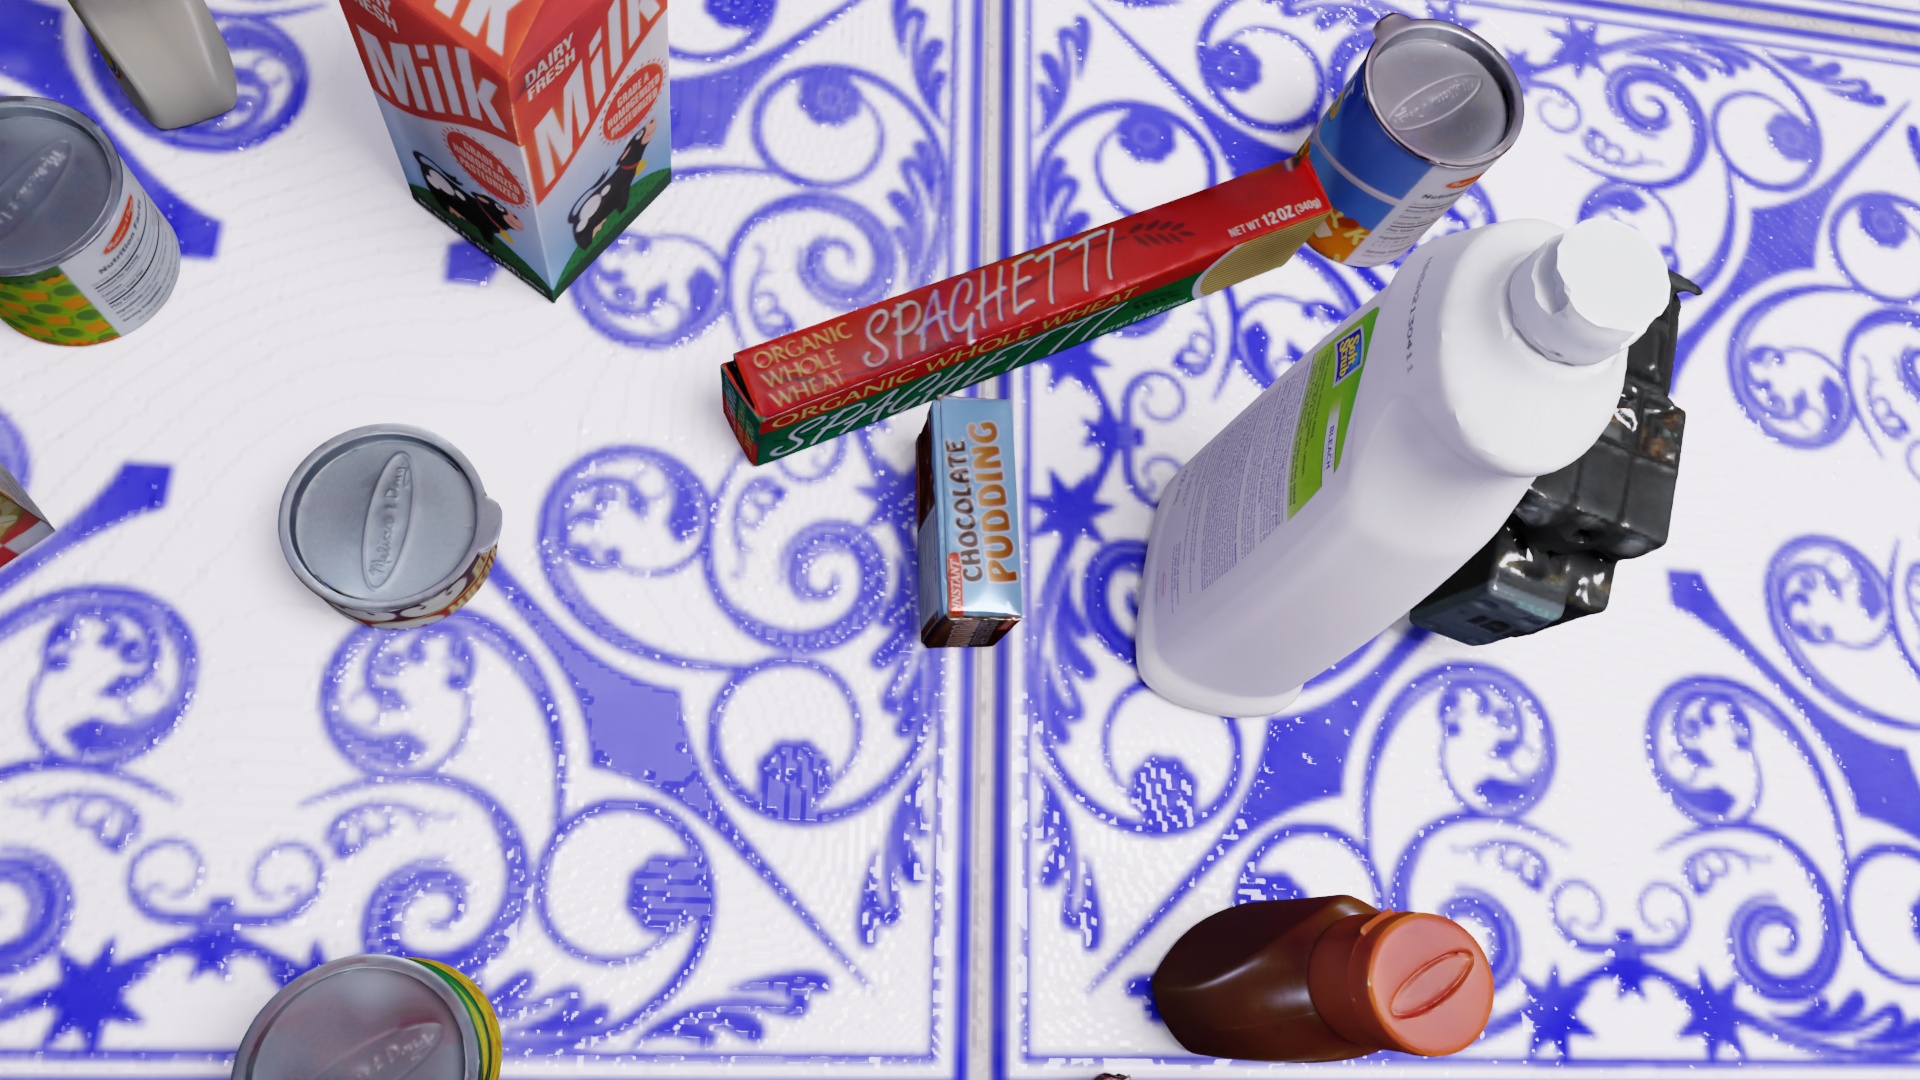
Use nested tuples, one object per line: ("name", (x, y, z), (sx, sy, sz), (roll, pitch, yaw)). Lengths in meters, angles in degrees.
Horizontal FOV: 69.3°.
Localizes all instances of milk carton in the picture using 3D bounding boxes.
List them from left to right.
("milk carton", (-0.145, -0.163, 0.454), (0.072, 0.190, 0.074), (36, 71, 2))

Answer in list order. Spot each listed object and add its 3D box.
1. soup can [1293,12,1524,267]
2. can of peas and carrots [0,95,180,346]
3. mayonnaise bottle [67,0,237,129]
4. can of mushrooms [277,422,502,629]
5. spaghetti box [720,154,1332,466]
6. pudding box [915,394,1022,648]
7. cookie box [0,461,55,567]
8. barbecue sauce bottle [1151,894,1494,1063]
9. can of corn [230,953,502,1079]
("soup can", (0.177, -0.163, 0.571), (0.071, 0.083, 0.071), (3, 73, -10))
("can of peas and carrots", (-0.314, -0.108, 0.475), (0.071, 0.058, 0.071), (3, 73, -10))
("mayonnaise bottle", (-0.288, -0.203, 0.463), (0.041, 0.147, 0.065), (-26, 80, -17))
("can of mushrooms", (-0.193, -0.004, 0.479), (0.071, 0.033, 0.071), (3, 72, -10))
("spaghetti box", (0.028, -0.091, 0.538), (0.251, 0.050, 0.029), (-23, 79, -16))
("pudding box", (0.002, -0.006, 0.507), (0.030, 0.049, 0.084), (1, 73, -10))
("cookie box", (-0.350, -0.004, 0.378), (0.123, 0.167, 0.040), (-40, 84, -19))
("barbecue sauce bottle", (0.110, 0.136, 0.430), (0.065, 0.148, 0.044), (-27, 80, -17))
("can of corn", (-0.174, 0.161, 0.417), (0.071, 0.058, 0.071), (3, 73, -10))
